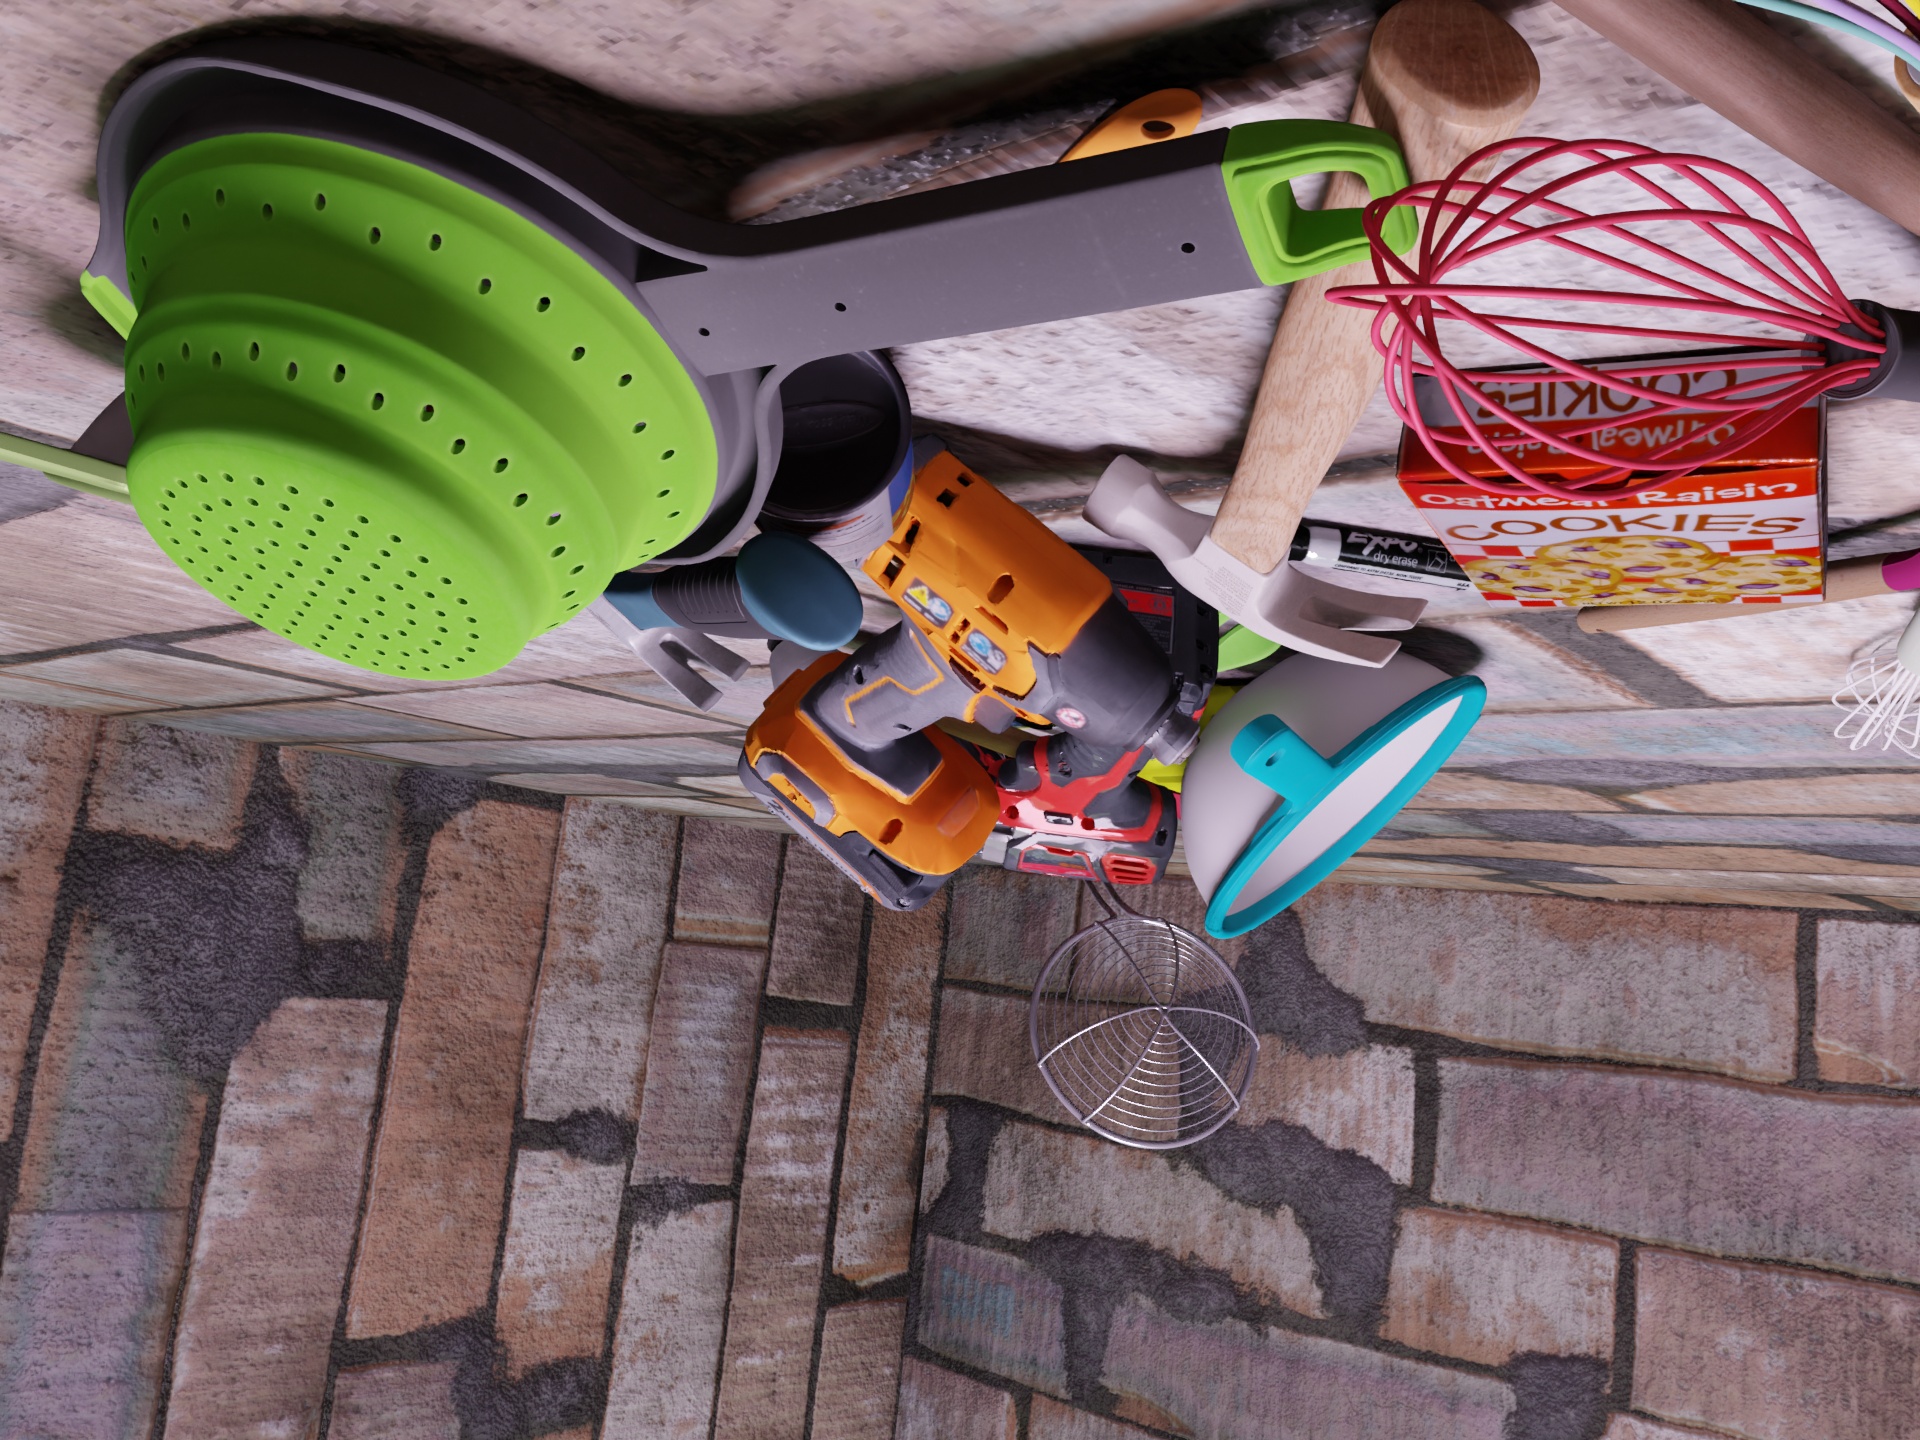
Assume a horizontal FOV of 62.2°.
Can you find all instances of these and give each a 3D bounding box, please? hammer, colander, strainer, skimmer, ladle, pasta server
[{"bbox_3d":[0.106,-0.092,0.477,0.130,0.031,0.331,35,169,9],"label":"hammer"},{"bbox_3d":[-0.089,-0.078,0.410,0.397,0.095,0.204,-1,147,29],"label":"colander"},{"bbox_3d":[-0.113,-0.051,0.655,0.128,0.033,0.331,45,167,-19],"label":"hammer"},{"bbox_3d":[0.172,0.013,0.869,0.095,0.211,0.340,49,-170,23],"label":"strainer"},{"bbox_3d":[-0.282,-0.109,0.569,0.151,0.069,0.256,16,-179,18],"label":"strainer"},{"bbox_3d":[0.074,0.115,0.979,0.127,0.090,0.364,-3,-157,-12],"label":"skimmer"},{"bbox_3d":[0.083,0.030,0.985,0.315,0.031,0.069,19,153,-27],"label":"ladle"},{"bbox_3d":[0.128,-0.130,0.301,0.316,0.040,0.060,10,160,-33],"label":"pasta server"}]

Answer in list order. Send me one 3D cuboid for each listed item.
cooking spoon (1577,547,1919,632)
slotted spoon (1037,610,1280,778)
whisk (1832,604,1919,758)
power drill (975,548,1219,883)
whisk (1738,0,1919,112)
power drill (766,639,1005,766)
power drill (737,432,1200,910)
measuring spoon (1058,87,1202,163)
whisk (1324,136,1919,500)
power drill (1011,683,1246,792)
[{"bbox_3d":[0.348,-0.055,0.627,0.068,0.017,0.319,13,175,-14],"label":"cooking spoon"},{"bbox_3d":[0.068,0.009,0.916,0.070,0.031,0.313,21,139,-26],"label":"slotted spoon"},{"bbox_3d":[0.442,-0.028,0.729,0.058,0.059,0.246,-35,156,9],"label":"whisk"},{"bbox_3d":[0.035,0.009,0.842,0.188,0.080,0.226,8,145,0],"label":"power drill"},{"bbox_3d":[0.168,-0.122,0.278,0.244,0.051,0.047,7,-148,-44],"label":"whisk"},{"bbox_3d":[-0.049,0.011,1.093,0.143,0.078,0.219,50,-170,24],"label":"power drill"},{"bbox_3d":[-0.001,-0.002,0.695,0.164,0.084,0.226,40,144,2],"label":"power drill"},{"bbox_3d":[0.030,-0.136,0.419,0.021,0.011,0.117,9,171,-21],"label":"measuring spoon"},{"bbox_3d":[0.195,-0.086,0.365,0.295,0.073,0.073,-5,179,-34],"label":"whisk"},{"bbox_3d":[0.108,-0.005,1.028,0.223,0.080,0.171,16,168,-35],"label":"power drill"}]
